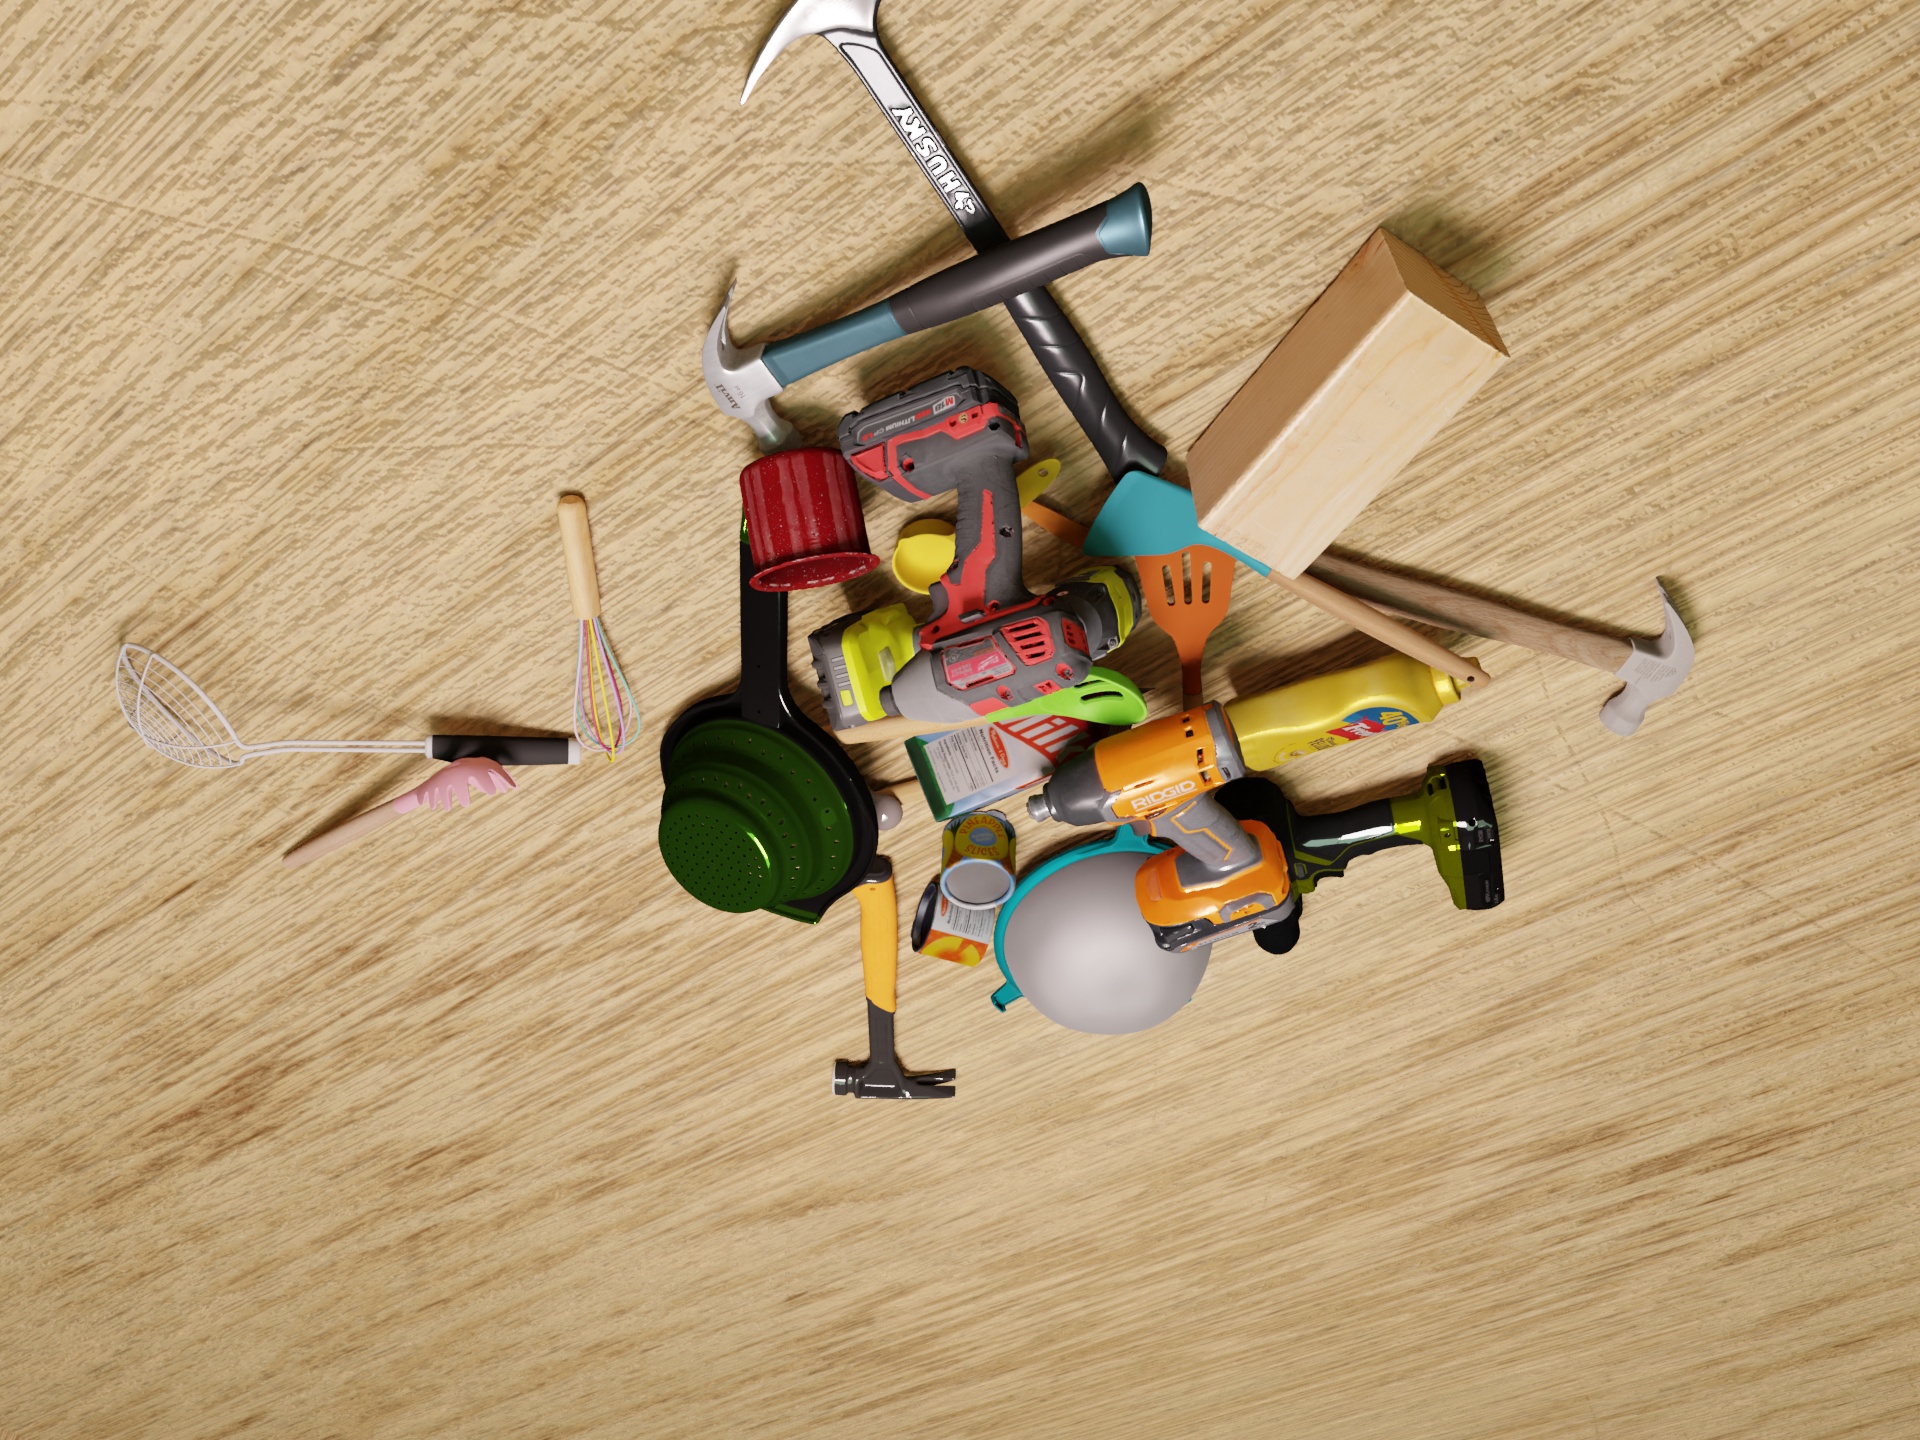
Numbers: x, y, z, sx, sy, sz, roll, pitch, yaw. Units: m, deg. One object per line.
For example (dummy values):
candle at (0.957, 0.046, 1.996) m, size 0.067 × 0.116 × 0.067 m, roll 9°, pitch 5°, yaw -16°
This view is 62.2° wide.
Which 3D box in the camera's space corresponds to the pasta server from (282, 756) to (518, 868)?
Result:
pasta server at (-0.488, 0.087, 1.352) m, size 0.316 × 0.060 × 0.040 m, roll -22°, pitch 90°, yaw 35°

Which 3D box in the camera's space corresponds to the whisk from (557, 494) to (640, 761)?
whisk at (-0.286, -0.065, 1.240) m, size 0.051 × 0.047 × 0.244 m, roll 3°, pitch 129°, yaw 1°

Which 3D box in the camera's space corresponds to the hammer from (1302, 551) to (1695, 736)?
hammer at (0.405, -0.078, 1.212) m, size 0.331 × 0.031 × 0.130 m, roll 14°, pitch 131°, yaw -10°

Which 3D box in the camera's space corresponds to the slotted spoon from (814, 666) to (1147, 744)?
slotted spoon at (-0.002, -0.004, 1.221) m, size 0.314 × 0.031 × 0.070 m, roll -8°, pitch 143°, yaw 29°

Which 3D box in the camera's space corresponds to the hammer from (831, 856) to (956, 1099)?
hammer at (-0.069, 0.255, 1.525) m, size 0.127 × 0.034 × 0.336 m, roll 1°, pitch 132°, yaw 2°

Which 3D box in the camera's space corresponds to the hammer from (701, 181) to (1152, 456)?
hammer at (-0.026, -0.263, 1.019) m, size 0.331 × 0.033 × 0.128 m, roll -15°, pitch 135°, yaw 28°

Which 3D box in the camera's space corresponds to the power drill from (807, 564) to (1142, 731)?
power drill at (0.011, -0.058, 1.158) m, size 0.223 × 0.171 × 0.080 m, roll -12°, pitch 98°, yaw 18°

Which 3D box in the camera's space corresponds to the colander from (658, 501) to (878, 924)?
colander at (-0.171, 0.021, 1.245) m, size 0.204 × 0.094 × 0.396 m, roll 17°, pitch 126°, yaw 18°

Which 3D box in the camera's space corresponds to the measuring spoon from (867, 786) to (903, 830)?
measuring spoon at (-0.099, 0.052, 1.338) m, size 0.124 × 0.018 × 0.034 m, roll 42°, pitch 119°, yaw -15°

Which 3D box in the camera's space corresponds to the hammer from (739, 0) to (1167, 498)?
hammer at (0.021, -0.297, 1.027) m, size 0.149 × 0.036 × 0.408 m, roll -24°, pitch 127°, yaw 23°

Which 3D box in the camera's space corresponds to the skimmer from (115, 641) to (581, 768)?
skimmer at (-0.498, -0.006, 1.306) m, size 0.363 × 0.090 × 0.127 m, roll 2°, pitch 150°, yaw -14°

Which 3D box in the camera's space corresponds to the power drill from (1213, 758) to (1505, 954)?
power drill at (0.341, 0.121, 1.365) m, size 0.228 × 0.080 × 0.190 m, roll -9°, pitch 130°, yaw 14°

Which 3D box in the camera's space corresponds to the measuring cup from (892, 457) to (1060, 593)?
measuring cup at (0.013, -0.150, 1.163) m, size 0.156 × 0.029 × 0.062 m, roll -36°, pitch 122°, yaw 28°

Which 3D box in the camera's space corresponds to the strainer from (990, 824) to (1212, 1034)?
strainer at (0.148, 0.161, 1.377) m, size 0.211 × 0.095 × 0.340 m, roll 1°, pitch 127°, yaw -12°

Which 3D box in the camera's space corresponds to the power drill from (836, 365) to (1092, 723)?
power drill at (-0.005, -0.108, 1.054) m, size 0.143 × 0.220 × 0.078 m, roll -19°, pitch 165°, yaw 21°

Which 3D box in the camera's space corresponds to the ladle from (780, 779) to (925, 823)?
ladle at (-0.018, 0.056, 1.350) m, size 0.315 × 0.031 × 0.069 m, roll -16°, pitch 121°, yaw 18°

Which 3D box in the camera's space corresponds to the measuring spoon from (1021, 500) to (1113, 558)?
measuring spoon at (0.069, -0.150, 1.175) m, size 0.116 × 0.011 × 0.021 m, roll 26°, pitch 139°, yaw -25°

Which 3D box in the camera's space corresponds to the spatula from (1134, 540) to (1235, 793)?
spatula at (0.185, -0.012, 1.260) m, size 0.081 × 0.041 × 0.322 m, roll -4°, pitch 129°, yaw 7°

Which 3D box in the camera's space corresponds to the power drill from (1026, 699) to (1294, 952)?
power drill at (0.158, 0.088, 1.229) m, size 0.164 × 0.084 × 0.226 m, roll -20°, pitch 136°, yaw 13°

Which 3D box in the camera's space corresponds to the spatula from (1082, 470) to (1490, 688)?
spatula at (0.246, -0.092, 1.158) m, size 0.317 × 0.044 × 0.082 m, roll 26°, pitch 131°, yaw -4°
